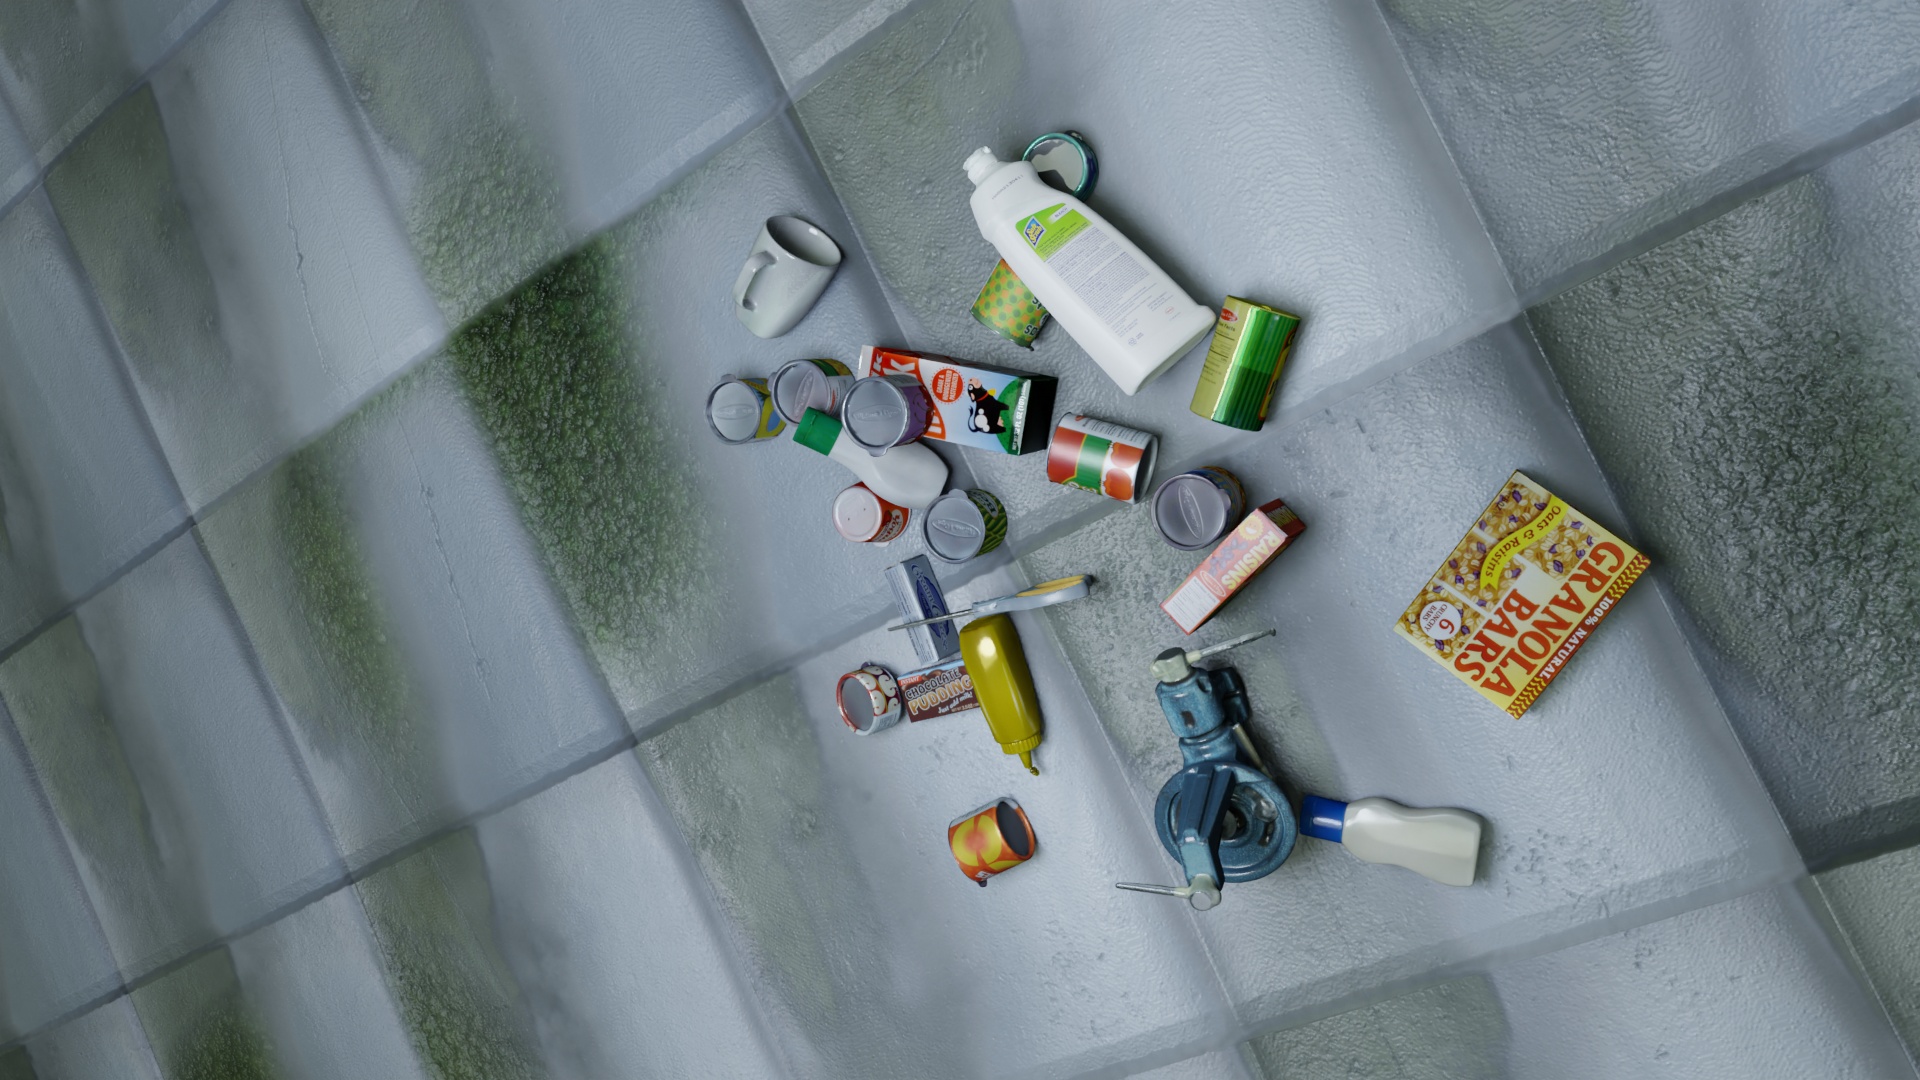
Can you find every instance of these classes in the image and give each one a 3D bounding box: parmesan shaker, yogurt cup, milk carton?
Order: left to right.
[{"bbox_3d":[-0.090,-0.028,1.358,0.072,0.054,0.072,3,98,23],"label":"yogurt cup"},{"bbox_3d":[-0.014,-0.134,1.300,0.191,0.073,0.072,14,103,22],"label":"milk carton"},{"bbox_3d":[0.243,-0.152,1.192,0.071,0.071,0.102,22,106,19],"label":"parmesan shaker"}]

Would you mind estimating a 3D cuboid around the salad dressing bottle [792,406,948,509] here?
[{"bbox_3d":[-0.086,-0.080,1.322,0.148,0.044,0.064,26,66,-9],"label":"salad dressing bottle"}]

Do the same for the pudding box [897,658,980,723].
[{"bbox_3d":[-0.015,0.145,1.362,0.083,0.030,0.049,-16,90,24],"label":"pudding box"}]

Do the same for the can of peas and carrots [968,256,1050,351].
[{"bbox_3d":[0.052,-0.216,1.264,0.071,0.071,0.058,37,109,15],"label":"can of peas and carrots"}]

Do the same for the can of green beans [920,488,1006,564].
[{"bbox_3d":[0.004,-0.014,1.317,0.071,0.058,0.071,4,99,23],"label":"can of green beans"}]

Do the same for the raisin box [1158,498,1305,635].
[{"bbox_3d":[0.237,0.022,1.205,0.040,0.086,0.123,47,112,13],"label":"raisin box"}]

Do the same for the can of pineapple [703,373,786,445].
[{"bbox_3d":[-0.214,-0.132,1.396,0.071,0.058,0.071,3,99,23],"label":"can of pineapple"}]

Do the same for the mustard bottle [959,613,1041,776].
[{"bbox_3d":[0.044,0.151,1.320,0.049,0.065,0.160,-16,94,20],"label":"mustard bottle"}]

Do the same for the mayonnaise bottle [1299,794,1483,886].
[{"bbox_3d":[0.371,0.253,1.203,0.148,0.041,0.064,9,99,23],"label":"mayonnaise bottle"}]

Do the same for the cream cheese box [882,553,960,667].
[{"bbox_3d":[-0.036,0.067,1.348,0.024,0.053,0.104,-23,88,26],"label":"cream cheese box"}]

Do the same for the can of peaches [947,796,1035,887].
[{"bbox_3d":[0.031,0.291,1.341,0.058,0.071,0.071,-31,84,23],"label":"can of peaches"}]

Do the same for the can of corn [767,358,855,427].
[{"bbox_3d":[-0.145,-0.146,1.363,0.071,0.058,0.071,4,99,23],"label":"can of corn"}]

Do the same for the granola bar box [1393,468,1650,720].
[{"bbox_3d":[0.457,0.043,1.138,0.124,0.039,0.165,38,110,15],"label":"granola bar box"}]

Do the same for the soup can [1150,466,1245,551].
[{"bbox_3d":[0.211,-0.030,1.210,0.071,0.084,0.071,4,99,23],"label":"soup can"}]

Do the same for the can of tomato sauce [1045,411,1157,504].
[{"bbox_3d":[0.128,-0.072,1.251,0.083,0.071,0.071,17,104,20],"label":"can of tomato sauce"}]

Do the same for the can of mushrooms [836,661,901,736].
[{"bbox_3d":[-0.093,0.157,1.383,0.071,0.033,0.070,20,117,45],"label":"can of mushrooms"}]

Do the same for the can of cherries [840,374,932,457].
[{"bbox_3d":[-0.066,-0.113,1.252,0.071,0.058,0.071,4,100,23],"label":"can of cherries"}]

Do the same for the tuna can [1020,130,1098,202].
[{"bbox_3d":[0.089,-0.335,1.250,0.071,0.033,0.071,4,99,23],"label":"tuna can"}]
